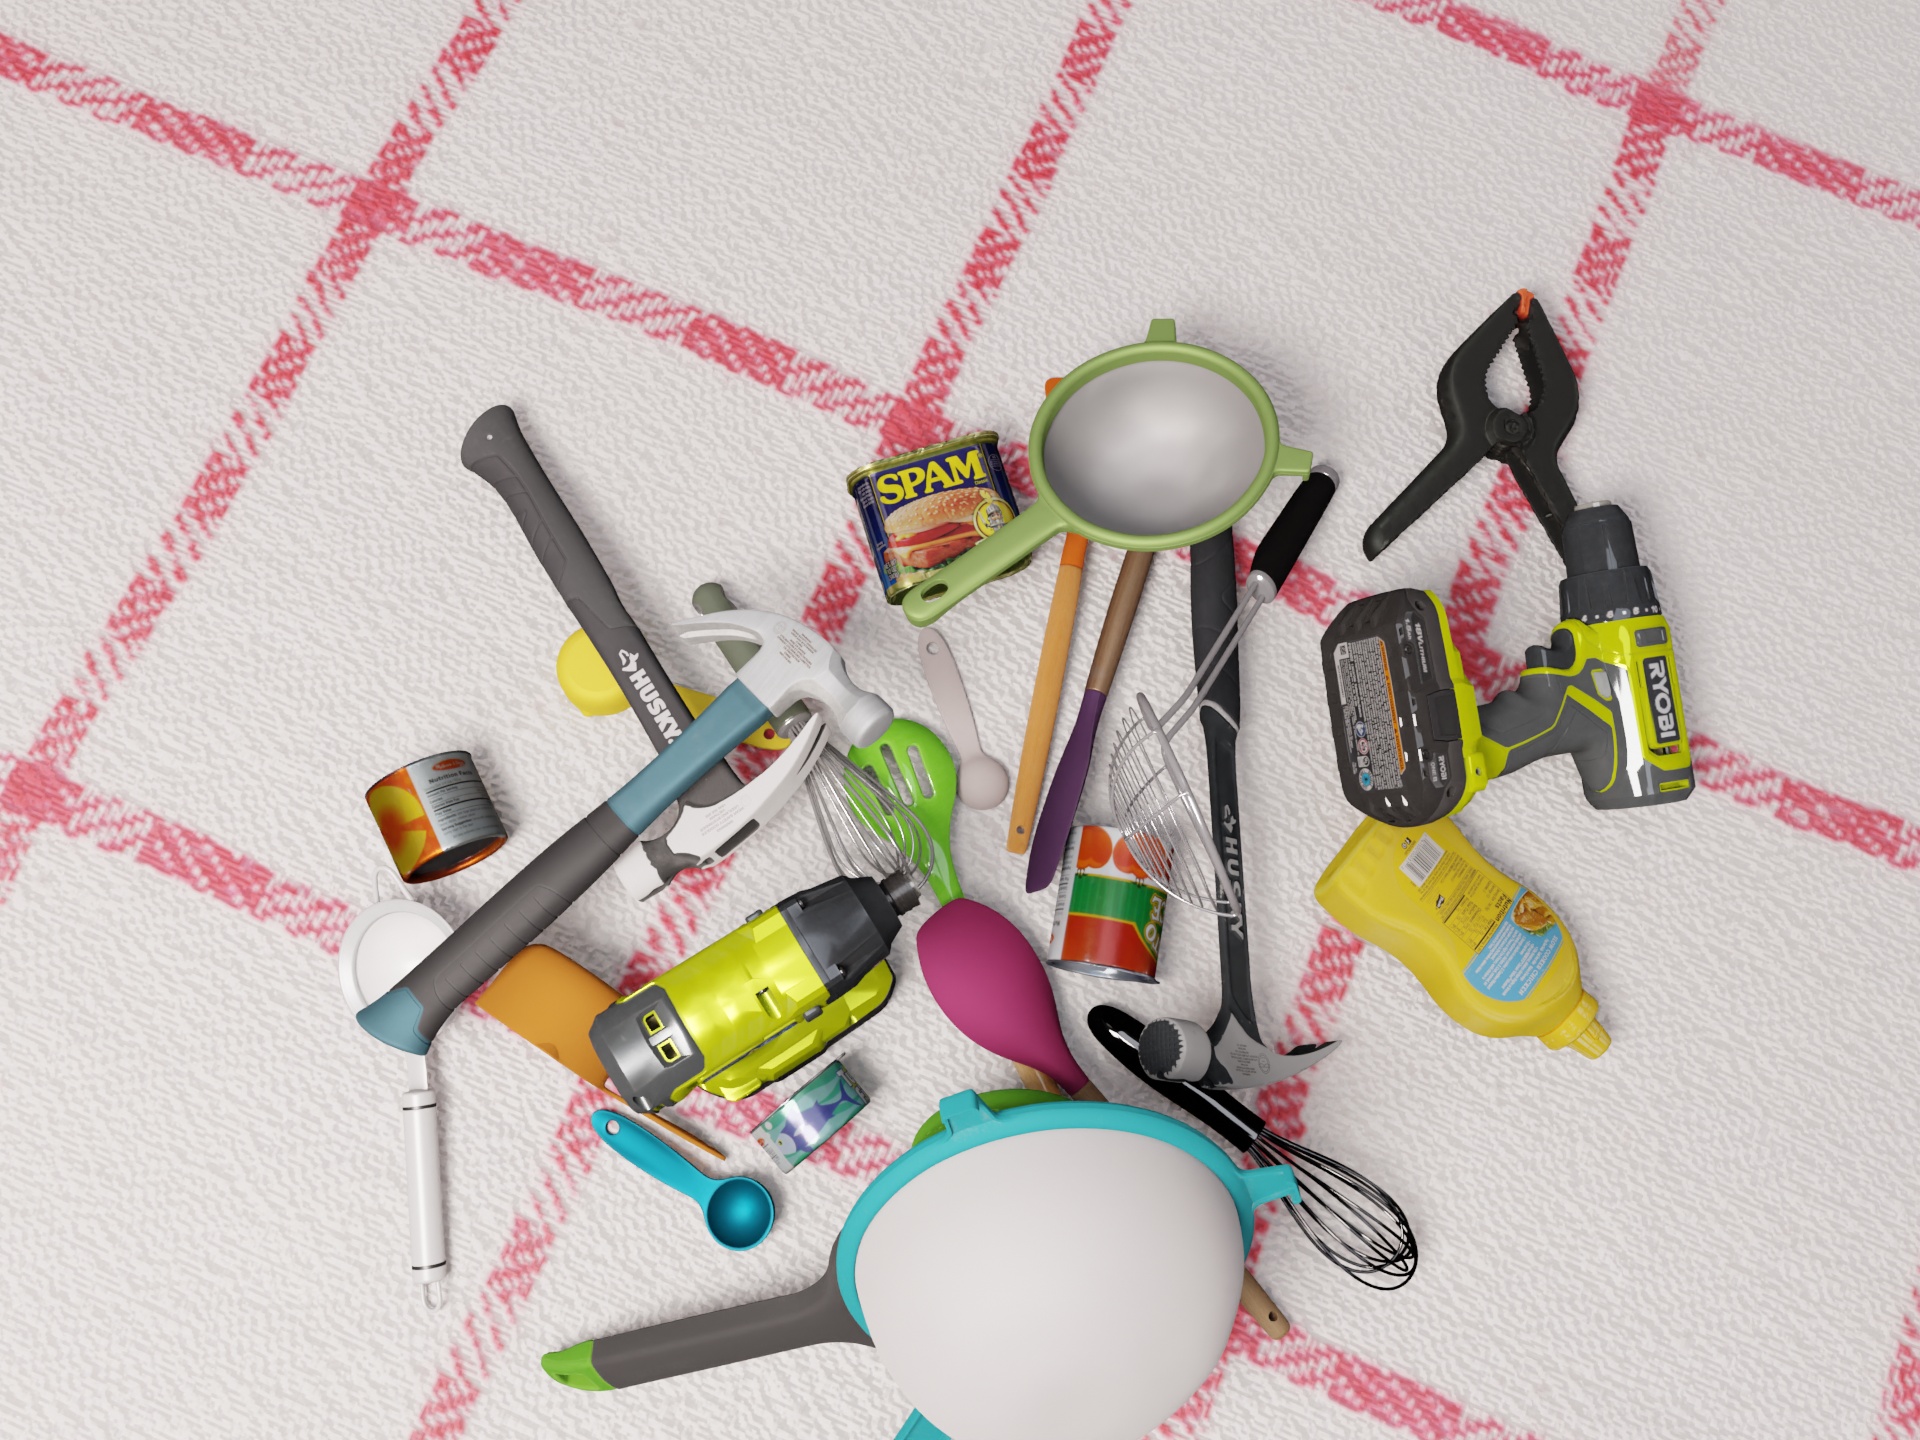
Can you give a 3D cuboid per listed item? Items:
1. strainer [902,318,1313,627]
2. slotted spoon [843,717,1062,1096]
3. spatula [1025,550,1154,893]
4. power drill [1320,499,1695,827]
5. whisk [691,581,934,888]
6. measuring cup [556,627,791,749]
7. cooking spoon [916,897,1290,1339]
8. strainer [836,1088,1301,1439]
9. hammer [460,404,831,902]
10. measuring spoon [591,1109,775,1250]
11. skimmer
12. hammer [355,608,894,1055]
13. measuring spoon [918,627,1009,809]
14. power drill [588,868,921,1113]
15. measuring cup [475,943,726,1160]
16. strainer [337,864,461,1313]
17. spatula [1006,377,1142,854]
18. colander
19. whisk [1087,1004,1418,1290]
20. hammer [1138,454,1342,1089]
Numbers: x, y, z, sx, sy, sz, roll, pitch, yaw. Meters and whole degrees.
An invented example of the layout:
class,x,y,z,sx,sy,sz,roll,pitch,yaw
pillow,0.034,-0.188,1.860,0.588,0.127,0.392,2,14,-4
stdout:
class,x,y,z,sx,sy,sz,roll,pitch,yaw
strainer,0.077,-0.124,0.971,0.256,0.069,0.152,-35,63,-6
slotted spoon,0.012,0.140,0.968,0.070,0.031,0.314,-25,81,-1
spatula,0.092,-0.039,1.004,0.018,0.060,0.316,23,72,-14
power drill,0.336,-0.032,0.960,0.228,0.080,0.190,-7,87,-23
whisk,-0.096,0.009,0.973,0.059,0.057,0.246,-32,70,-12
measuring cup,-0.179,-0.016,0.993,0.156,0.029,0.062,20,77,4
cooking spoon,0.087,0.236,0.938,0.069,0.017,0.319,-39,87,-22
strainer,0.021,0.338,0.793,0.211,0.095,0.340,18,119,-18
hammer,-0.211,-0.064,0.968,0.146,0.035,0.335,-33,71,-3
measuring spoon,-0.163,0.266,0.940,0.129,0.021,0.042,30,88,14
skimmer,0.179,-0.041,0.923,0.090,0.127,0.363,0,41,38
hammer,-0.198,0.065,0.888,0.331,0.033,0.128,-43,72,-6
measuring spoon,-0.002,-0.003,1.003,0.034,0.018,0.124,-19,79,-7
power drill,-0.098,0.144,0.861,0.171,0.223,0.080,-31,81,-9
measuring cup,-0.196,0.192,0.929,0.173,0.095,0.052,36,73,-13
strainer,-0.318,0.214,0.931,0.087,0.050,0.258,-8,83,16
spatula,0.066,-0.072,1.022,0.081,0.041,0.323,12,81,-1
colander,-0.048,0.293,0.895,0.397,0.204,0.095,-16,42,10
whisk,0.171,0.248,0.941,0.239,0.055,0.055,37,78,11
hammer,0.164,0.019,0.975,0.149,0.036,0.409,17,65,-38
